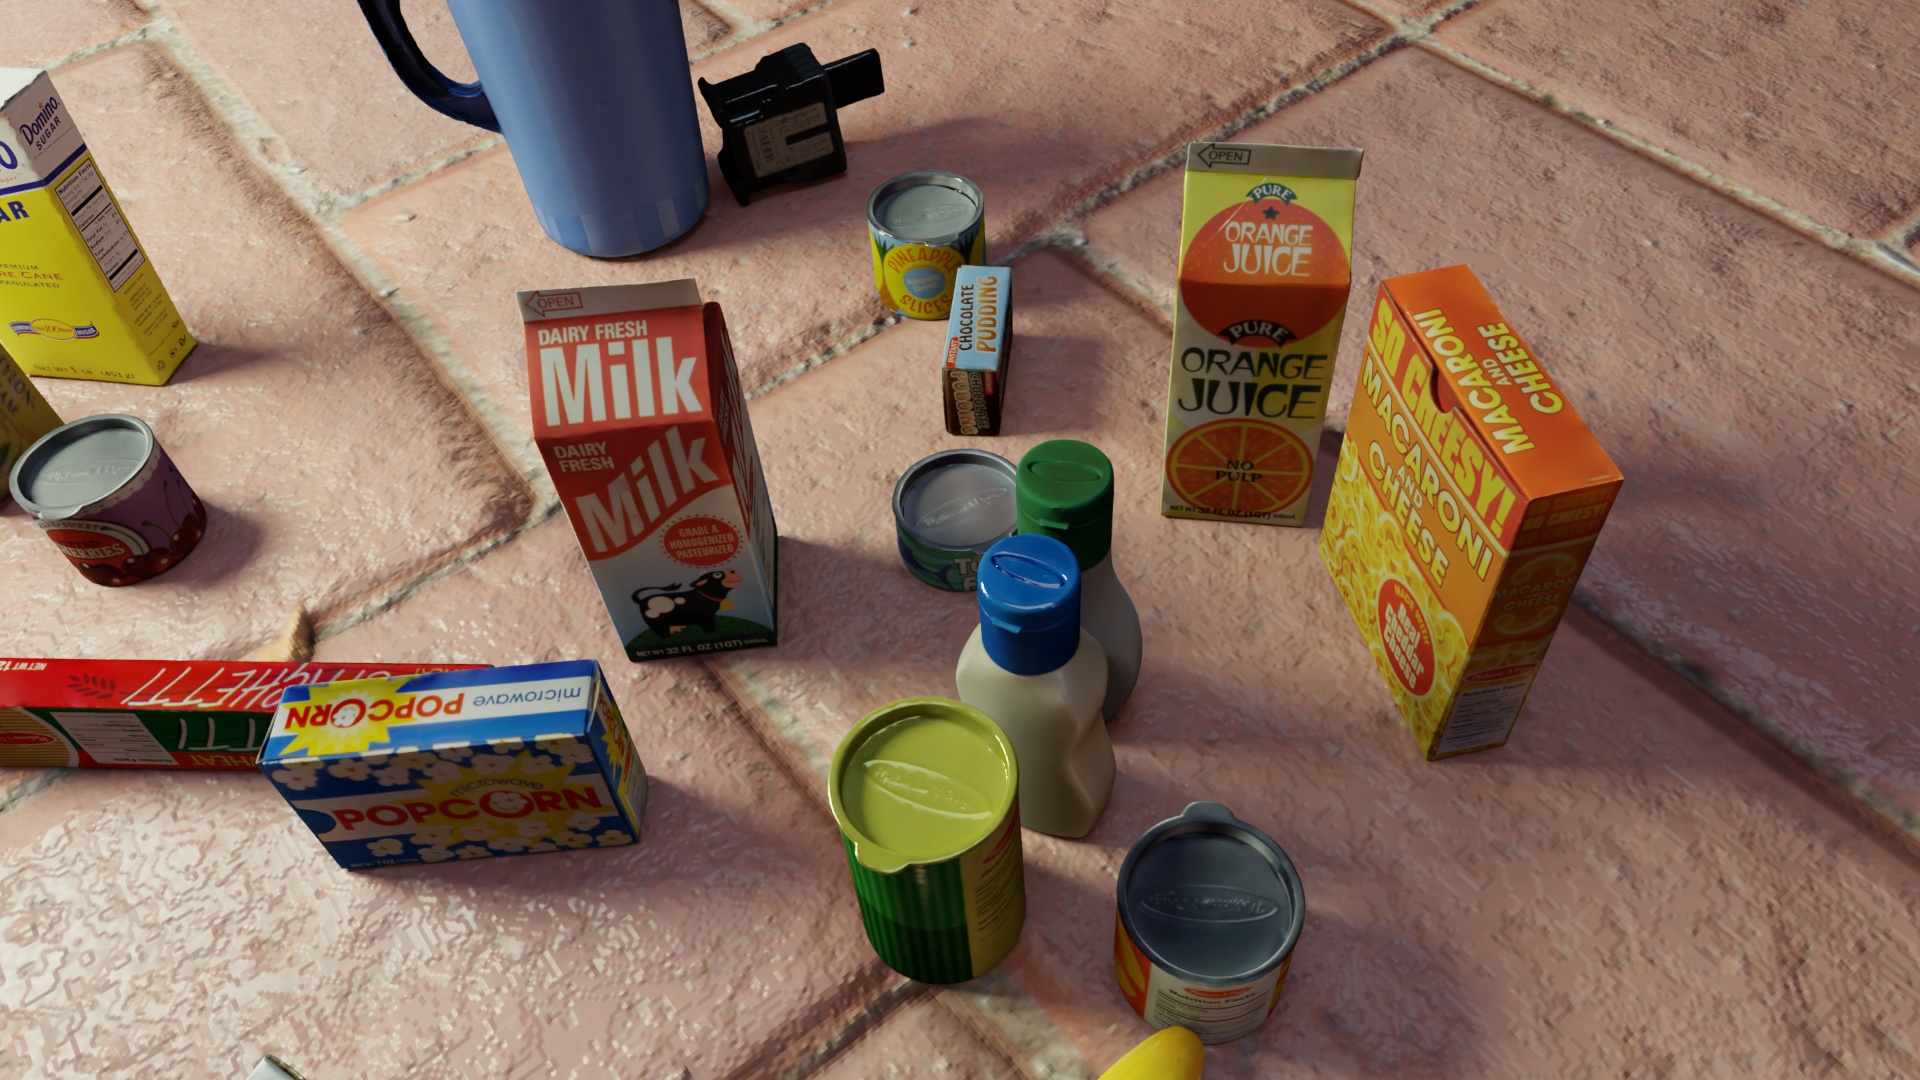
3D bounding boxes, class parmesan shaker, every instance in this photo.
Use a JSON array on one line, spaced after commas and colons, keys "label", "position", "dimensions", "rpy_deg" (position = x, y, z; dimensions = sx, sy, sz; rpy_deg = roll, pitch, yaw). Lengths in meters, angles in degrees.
[{"label": "parmesan shaker", "position": [-0.011, 0.116, 0.514], "dimensions": [0.071, 0.102, 0.072], "rpy_deg": [-2, 49, 2]}]

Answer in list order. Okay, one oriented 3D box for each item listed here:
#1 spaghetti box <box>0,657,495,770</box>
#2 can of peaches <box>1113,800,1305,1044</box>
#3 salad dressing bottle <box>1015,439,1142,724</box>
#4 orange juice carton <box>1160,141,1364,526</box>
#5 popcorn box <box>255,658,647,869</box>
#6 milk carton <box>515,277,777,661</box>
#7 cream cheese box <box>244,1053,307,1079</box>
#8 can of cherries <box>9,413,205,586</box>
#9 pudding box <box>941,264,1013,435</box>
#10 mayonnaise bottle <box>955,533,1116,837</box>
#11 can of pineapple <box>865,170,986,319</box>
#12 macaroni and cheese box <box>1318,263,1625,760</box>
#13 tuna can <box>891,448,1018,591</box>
[{"label": "spaghetti box", "position": [-0.317, 0.077, 0.604], "dimensions": [0.250, 0.050, 0.029], "rpy_deg": [0, 49, 4]}, {"label": "can of peaches", "position": [0.090, 0.142, 0.514], "dimensions": [0.071, 0.057, 0.071], "rpy_deg": [-2, 49, 2]}, {"label": "salad dressing bottle", "position": [0.043, 0.023, 0.562], "dimensions": [0.064, 0.146, 0.044], "rpy_deg": [9, 51, 12]}, {"label": "orange juice carton", "position": [0.132, -0.097, 0.630], "dimensions": [0.072, 0.191, 0.073], "rpy_deg": [5, 50, 8]}, {"label": "popcorn box", "position": [-0.199, 0.092, 0.560], "dimensions": [0.127, 0.084, 0.038], "rpy_deg": [-5, 49, 0]}, {"label": "milk carton", "position": [-0.128, -0.035, 0.596], "dimensions": [0.072, 0.189, 0.074], "rpy_deg": [-6, 49, -1]}, {"label": "cream cheese box", "position": [-0.253, 0.231, 0.464], "dimensions": [0.024, 0.053, 0.104], "rpy_deg": [22, 54, 21]}, {"label": "can of cherries", "position": [-0.422, -0.018, 0.689], "dimensions": [0.071, 0.058, 0.072], "rpy_deg": [-2, 49, 2]}, {"label": "pudding box", "position": [0.010, -0.102, 0.737], "dimensions": [0.030, 0.049, 0.084], "rpy_deg": [3, 49, 7]}, {"label": "mayonnaise bottle", "position": [0.028, 0.058, 0.532], "dimensions": [0.065, 0.147, 0.041], "rpy_deg": [19, 53, 20]}, {"label": "can of pineapple", "position": [-0.018, -0.166, 0.790], "dimensions": [0.071, 0.057, 0.071], "rpy_deg": [-2, 49, 2]}, {"label": "macaroni and cheese box", "position": [0.197, -0.007, 0.565], "dimensions": [0.040, 0.165, 0.124], "rpy_deg": [-11, 49, -6]}, {"label": "tuna can", "position": [0.002, -0.008, 0.667], "dimensions": [0.071, 0.032, 0.071], "rpy_deg": [-2, 49, 2]}]
